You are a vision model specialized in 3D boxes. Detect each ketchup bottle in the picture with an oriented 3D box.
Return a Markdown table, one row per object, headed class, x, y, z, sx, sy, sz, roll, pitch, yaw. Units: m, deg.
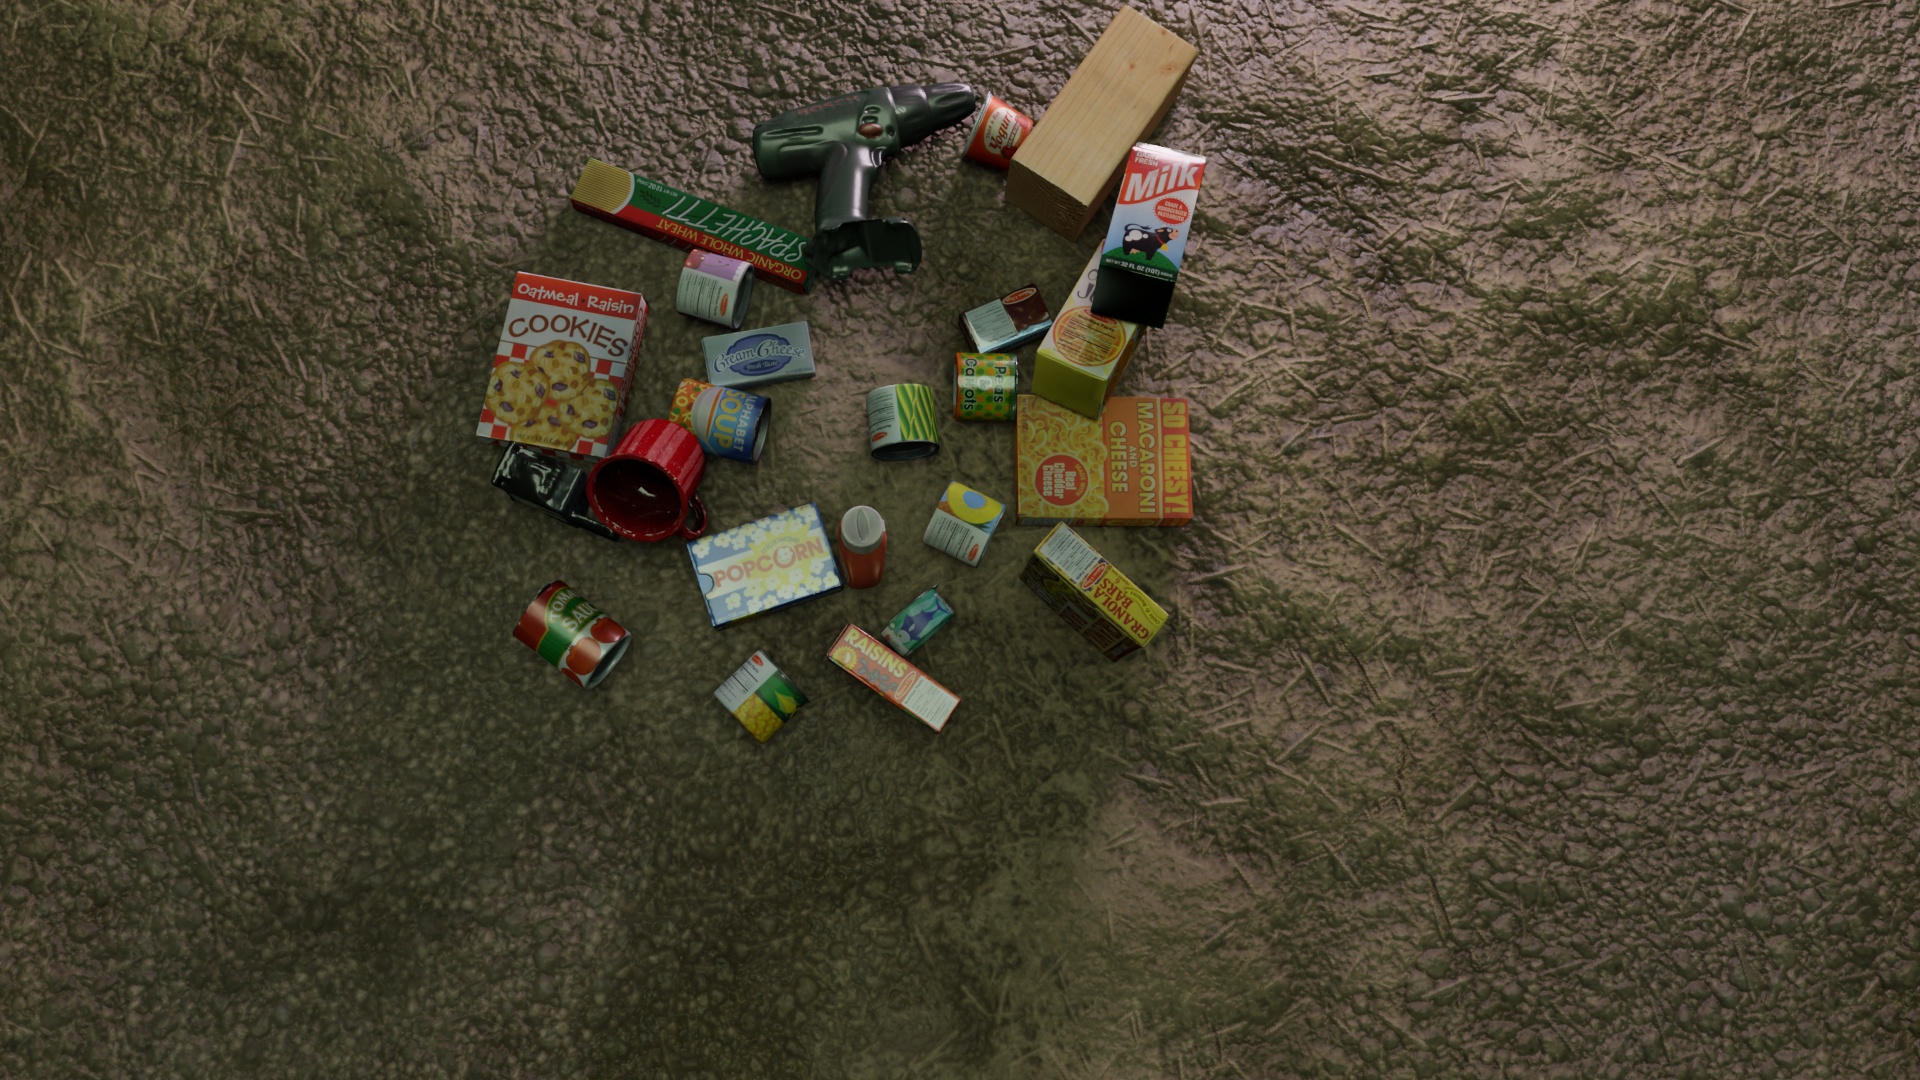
| class | x | y | z | sx | sy | sz | roll | pitch | yaw |
| --- | --- | --- | --- | --- | --- | --- | --- | --- | --- |
| ketchup bottle | -0.089 | 0.002 | 1.258 | 0.043 | 0.148 | 0.065 | -7 | 79 | -6 |

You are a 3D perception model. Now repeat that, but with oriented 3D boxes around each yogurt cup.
| class | x | y | z | sx | sy | sz | roll | pitch | yaw |
| --- | --- | --- | --- | --- | --- | --- | --- | --- | --- |
| yogurt cup | 0.038 | -0.408 | 1.398 | 0.054 | 0.072 | 0.072 | 23 | 78 | -7 |

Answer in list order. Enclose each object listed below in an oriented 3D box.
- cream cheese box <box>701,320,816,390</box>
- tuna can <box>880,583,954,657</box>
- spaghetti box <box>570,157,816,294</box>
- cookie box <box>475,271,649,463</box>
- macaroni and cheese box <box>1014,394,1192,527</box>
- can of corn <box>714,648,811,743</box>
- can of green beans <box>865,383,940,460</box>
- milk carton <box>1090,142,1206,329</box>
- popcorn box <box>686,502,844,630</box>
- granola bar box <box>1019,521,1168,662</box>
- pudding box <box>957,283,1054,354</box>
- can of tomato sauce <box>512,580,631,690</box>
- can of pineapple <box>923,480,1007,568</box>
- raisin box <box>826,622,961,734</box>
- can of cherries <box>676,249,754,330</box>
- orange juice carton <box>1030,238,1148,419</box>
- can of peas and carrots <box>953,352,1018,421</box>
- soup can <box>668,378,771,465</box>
| class | x | y | z | sx | sy | sz | roll | pitch | yaw |
| --- | --- | --- | --- | --- | --- | --- | --- | --- | --- |
| cream cheese box | -0.196 | -0.178 | 1.353 | 0.104 | 0.024 | 0.053 | -10 | 78 | -6 |
| tuna can | -0.037 | 0.075 | 1.287 | 0.071 | 0.071 | 0.033 | -40 | 85 | -10 |
| spaghetti box | -0.260 | -0.311 | 1.375 | 0.250 | 0.028 | 0.050 | 21 | 77 | 1 |
| cookie box | -0.379 | -0.165 | 1.331 | 0.123 | 0.040 | 0.167 | 10 | 78 | -2 |
| macaroni and cheese box | 0.136 | -0.077 | 1.344 | 0.166 | 0.040 | 0.124 | 1 | 77 | -3 |
| can of corn | -0.180 | 0.144 | 1.265 | 0.058 | 0.071 | 0.071 | -44 | 84 | -10 |
| can of green beans | -0.055 | -0.113 | 1.327 | 0.071 | 0.071 | 0.058 | -6 | 78 | -5 |
| milk carton | 0.179 | -0.299 | 1.300 | 0.072 | 0.073 | 0.191 | 15 | 62 | 6 |
| popcorn box | -0.182 | 0.025 | 1.303 | 0.127 | 0.038 | 0.085 | -18 | 81 | -7 |
| granola bar box | 0.116 | 0.051 | 1.252 | 0.124 | 0.165 | 0.039 | 42 | 81 | 5 |
| pudding box | 0.045 | -0.214 | 1.373 | 0.084 | 0.030 | 0.050 | -24 | 79 | -8 |
| can of tomato sauce | -0.352 | 0.085 | 1.264 | 0.083 | 0.071 | 0.071 | 36 | 78 | 4 |
| can of pineapple | 0.005 | -0.016 | 1.311 | 0.058 | 0.071 | 0.071 | 26 | 78 | 2 |
| raisin box | -0.060 | 0.127 | 1.264 | 0.123 | 0.086 | 0.040 | 35 | 83 | 4 |
| can of cherries | -0.237 | -0.244 | 1.346 | 0.058 | 0.071 | 0.071 | 15 | 78 | 1 |
| orange juice carton | 0.143 | -0.219 | 1.339 | 0.073 | 0.071 | 0.193 | 25 | 64 | 10 |
| can of peas and carrots | 0.024 | -0.148 | 1.337 | 0.059 | 0.071 | 0.071 | 1 | 78 | -3 |
| soup can | -0.228 | -0.113 | 1.313 | 0.084 | 0.071 | 0.071 | 13 | 78 | 0 |
